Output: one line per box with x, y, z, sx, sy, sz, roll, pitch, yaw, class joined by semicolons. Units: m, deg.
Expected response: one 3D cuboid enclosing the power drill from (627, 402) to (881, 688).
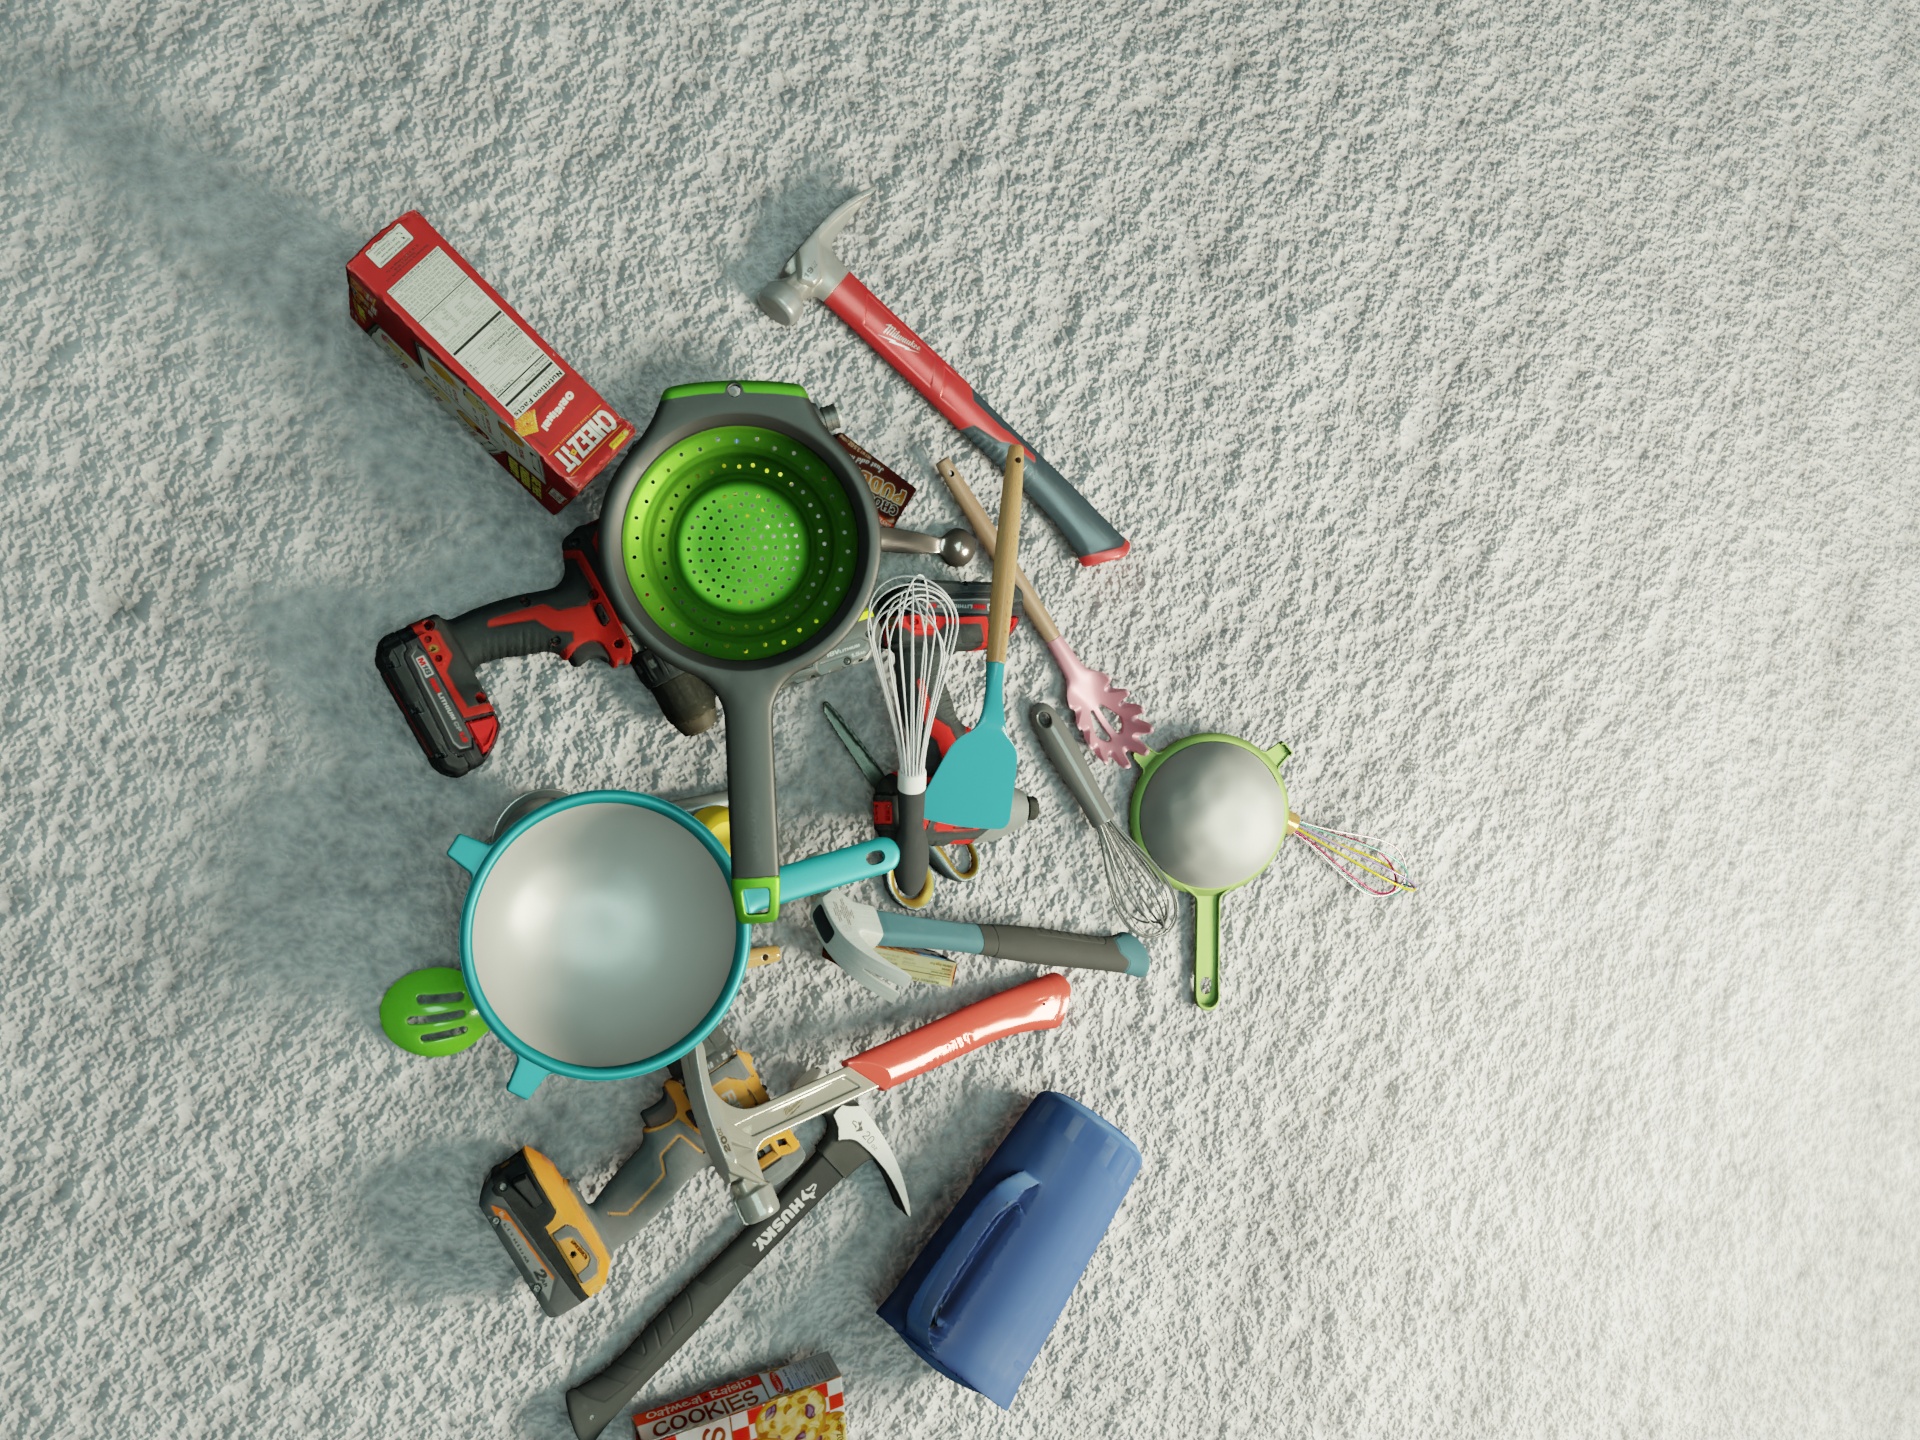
-0.151;-0.141;1.281;0.171;0.080;0.223;-19;95;-8;power drill

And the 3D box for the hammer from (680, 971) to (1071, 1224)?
-0.053;0.268;1.299;0.359;0.036;0.149;-17;83;-37;hammer

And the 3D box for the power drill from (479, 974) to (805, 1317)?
-0.259;0.325;1.235;0.226;0.084;0.185;-31;92;-16;power drill

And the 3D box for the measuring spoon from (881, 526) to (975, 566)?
-0.033;-0.150;1.350;0.124;0.018;0.034;1;99;-41;measuring spoon

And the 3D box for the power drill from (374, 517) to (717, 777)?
-0.311;-0.037;1.231;0.226;0.080;0.188;-30;101;-22;power drill

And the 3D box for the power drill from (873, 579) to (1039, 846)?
-0.002;-0.004;1.343;0.143;0.078;0.220;0;87;-22;power drill

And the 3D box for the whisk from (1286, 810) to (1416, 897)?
0.331;0.108;1.506;0.245;0.051;0.047;27;45;-15;whisk

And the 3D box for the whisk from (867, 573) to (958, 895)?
-0.036;0.018;1.233;0.070;0.070;0.284;-11;122;-21;whisk

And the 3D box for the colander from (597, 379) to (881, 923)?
-0.161;-0.050;1.198;0.204;0.094;0.397;-2;94;-6;colander

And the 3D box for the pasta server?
0.070;-0.094;1.396;0.060;0.040;0.316;-35;103;-8;pasta server

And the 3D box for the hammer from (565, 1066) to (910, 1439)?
-0.187;0.452;1.296;0.335;0.035;0.146;-44;104;-16;hammer

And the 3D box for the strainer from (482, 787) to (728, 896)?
-0.267;0.081;1.265;0.258;0.050;0.087;-11;107;-27;strainer

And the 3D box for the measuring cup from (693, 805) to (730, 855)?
-0.190;0.147;1.277;0.062;0.029;0.156;-4;93;-31;measuring cup

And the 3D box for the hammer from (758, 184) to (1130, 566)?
0.013;-0.282;1.380;0.386;0.038;0.143;41;74;-16;hammer

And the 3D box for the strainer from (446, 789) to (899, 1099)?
-0.215;0.145;1.223;0.340;0.095;0.211;-14;89;-24;strainer

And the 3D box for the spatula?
0.025;-0.071;1.306;0.082;0.044;0.317;9;81;-20;spatula

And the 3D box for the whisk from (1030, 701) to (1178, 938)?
0.124;0.090;1.416;0.055;0.055;0.239;-30;94;-19;whisk

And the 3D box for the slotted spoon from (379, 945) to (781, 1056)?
-0.294;0.210;1.260;0.313;0.031;0.070;-7;97;-23;slotted spoon

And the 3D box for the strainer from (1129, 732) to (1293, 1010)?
0.231;0.141;1.434;0.151;0.069;0.256;0;95;-8;strainer

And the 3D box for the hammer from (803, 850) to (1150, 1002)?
0.024;0.185;1.347;0.330;0.128;0.033;11;129;-32;hammer
